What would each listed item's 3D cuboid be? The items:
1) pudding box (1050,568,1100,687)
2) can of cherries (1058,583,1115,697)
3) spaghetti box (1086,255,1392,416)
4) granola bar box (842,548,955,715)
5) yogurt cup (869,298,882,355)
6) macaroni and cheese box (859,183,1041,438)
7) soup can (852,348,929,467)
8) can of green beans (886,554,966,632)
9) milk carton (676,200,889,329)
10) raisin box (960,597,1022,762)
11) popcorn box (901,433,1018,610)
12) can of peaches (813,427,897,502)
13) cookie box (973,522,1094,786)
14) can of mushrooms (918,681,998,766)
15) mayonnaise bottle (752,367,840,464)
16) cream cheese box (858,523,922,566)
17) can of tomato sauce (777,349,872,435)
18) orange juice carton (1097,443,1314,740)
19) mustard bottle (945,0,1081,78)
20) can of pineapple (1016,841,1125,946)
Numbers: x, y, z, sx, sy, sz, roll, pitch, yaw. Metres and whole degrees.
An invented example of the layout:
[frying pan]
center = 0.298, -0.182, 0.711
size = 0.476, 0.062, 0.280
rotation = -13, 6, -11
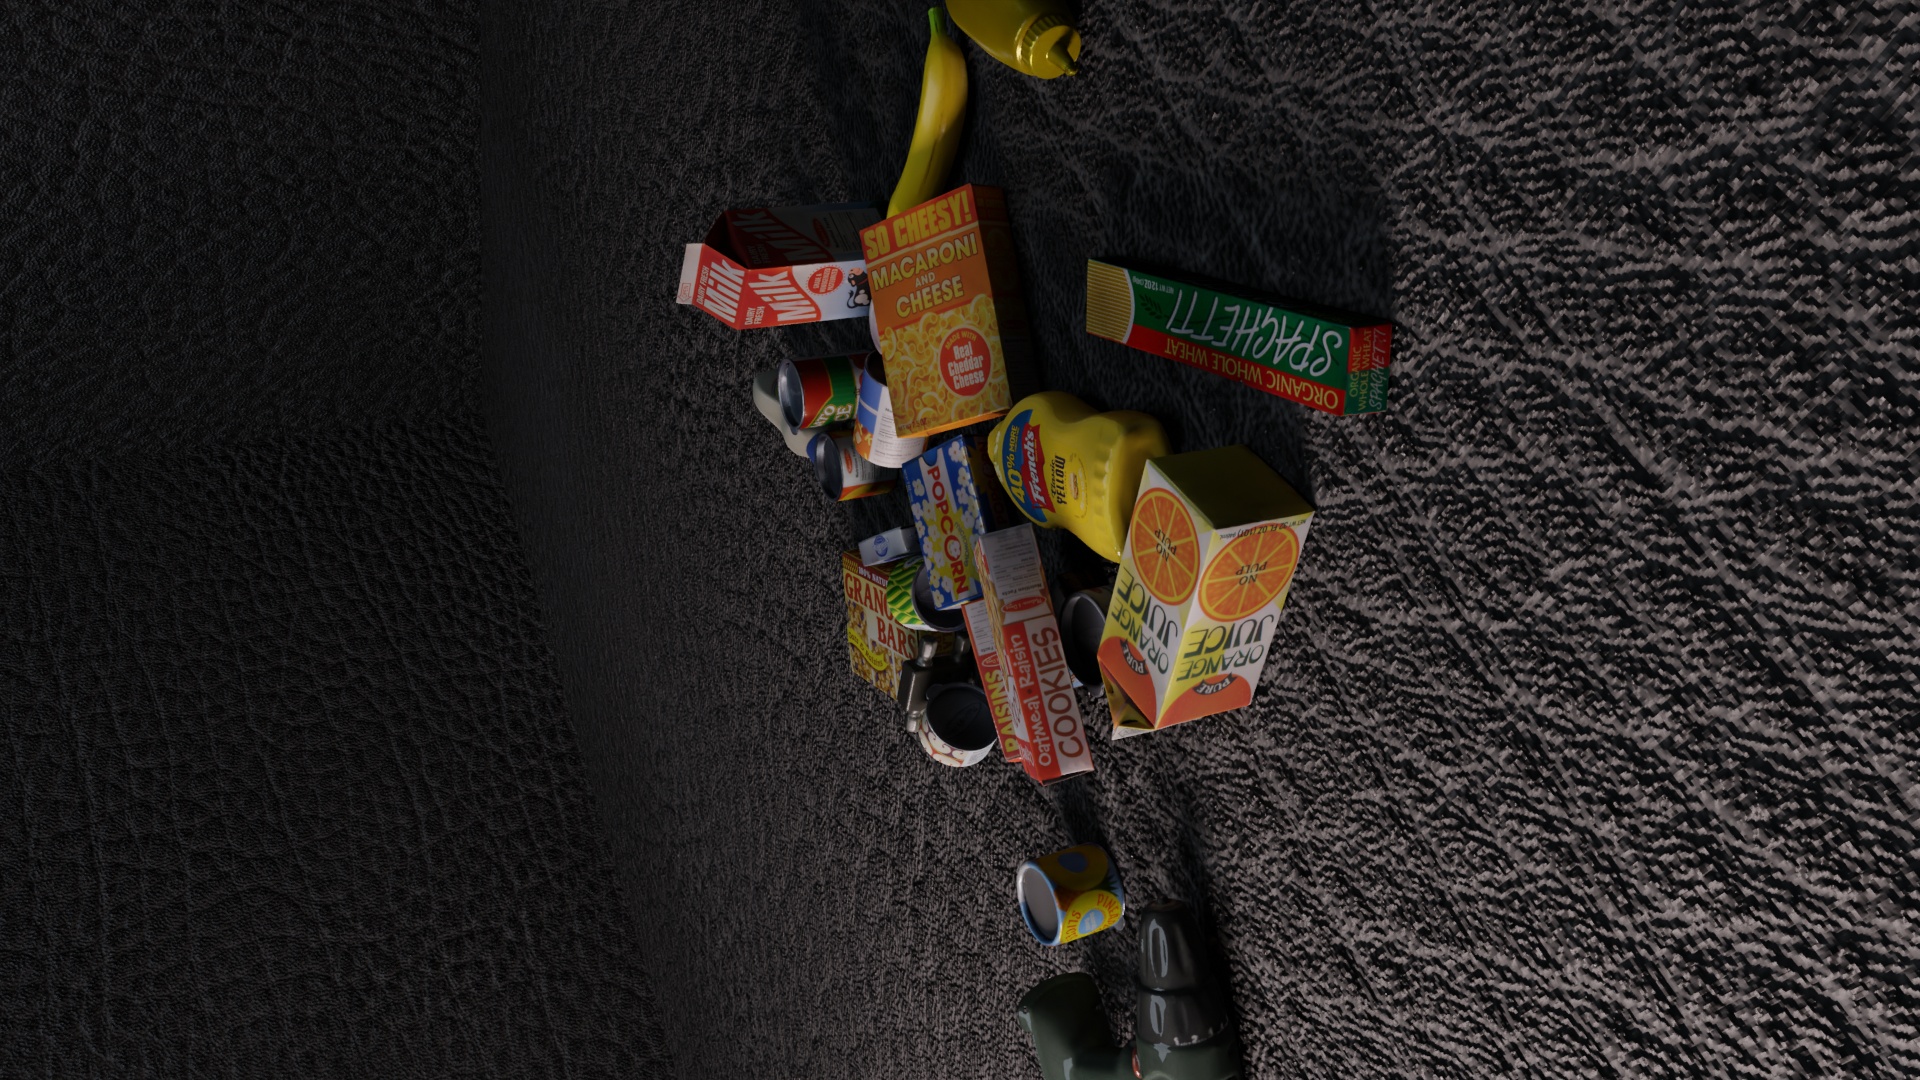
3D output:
[pudding box]
center = 0.081, 0.066, 1.015
size = 0.050, 0.030, 0.083
rotation = 59, 148, 34
[can of cherries]
center = 0.108, 0.064, 0.928
size = 0.071, 0.058, 0.071
rotation = 32, 127, 56
[spaghetti box]
center = 0.151, -0.124, 0.805
size = 0.250, 0.029, 0.050
rotation = 34, 130, 56
[granola bar box]
center = -0.058, 0.082, 1.295
size = 0.165, 0.039, 0.124
rotation = 21, 118, 60
[yogurt cup]
center = -0.040, -0.181, 1.144
size = 0.072, 0.054, 0.072
rotation = 33, 127, 57
[macaroni and cheese box]
center = -0.009, -0.171, 1.056
size = 0.123, 0.040, 0.166
rotation = -11, 88, 42
[soup can]
center = -0.055, -0.116, 1.185
size = 0.071, 0.071, 0.083
rotation = 57, 147, 38
[can of green beans]
center = -0.023, 0.044, 1.177
size = 0.057, 0.071, 0.071
rotation = -4, 95, 64
[milk carton]
center = -0.144, -0.233, 1.177
size = 0.074, 0.191, 0.072
rotation = 65, 150, 28
[raisin box]
center = 0.039, 0.107, 1.069
size = 0.086, 0.040, 0.123
rotation = 60, -167, -78
[popcorn box]
center = 0.004, -0.014, 1.113
size = 0.085, 0.038, 0.127
rotation = -22, 79, 50
[can of peaches]
center = -0.098, -0.073, 1.298
size = 0.071, 0.058, 0.071
rotation = 36, 131, 55
[cookie box]
center = 0.047, 0.078, 0.957
size = 0.123, 0.040, 0.167
rotation = 106, 151, -85
[can of mushrooms]
center = -0.002, 0.154, 1.174
size = 0.071, 0.071, 0.033
rotation = 64, 152, 29
[mayonnaise bottle]
center = -0.153, -0.118, 1.393
size = 0.148, 0.065, 0.041
rotation = 52, 146, 37
[cream cheese box]
center = -0.046, 0.001, 1.224
size = 0.103, 0.053, 0.024
rotation = -18, 85, 64
[can of tomato sauce]
center = -0.119, -0.138, 1.285
size = 0.071, 0.083, 0.071
rotation = 34, 129, 56
[orange juice carton]
center = 0.140, 0.044, 0.839
size = 0.073, 0.072, 0.191
rotation = 52, 143, 45
[mustard bottle]
center = 0.040, -0.347, 0.923
size = 0.161, 0.049, 0.065
rotation = 59, 148, 35
[can of pineapple]
center = 0.084, 0.269, 1.053
size = 0.071, 0.058, 0.070
rotation = 33, 128, 56
